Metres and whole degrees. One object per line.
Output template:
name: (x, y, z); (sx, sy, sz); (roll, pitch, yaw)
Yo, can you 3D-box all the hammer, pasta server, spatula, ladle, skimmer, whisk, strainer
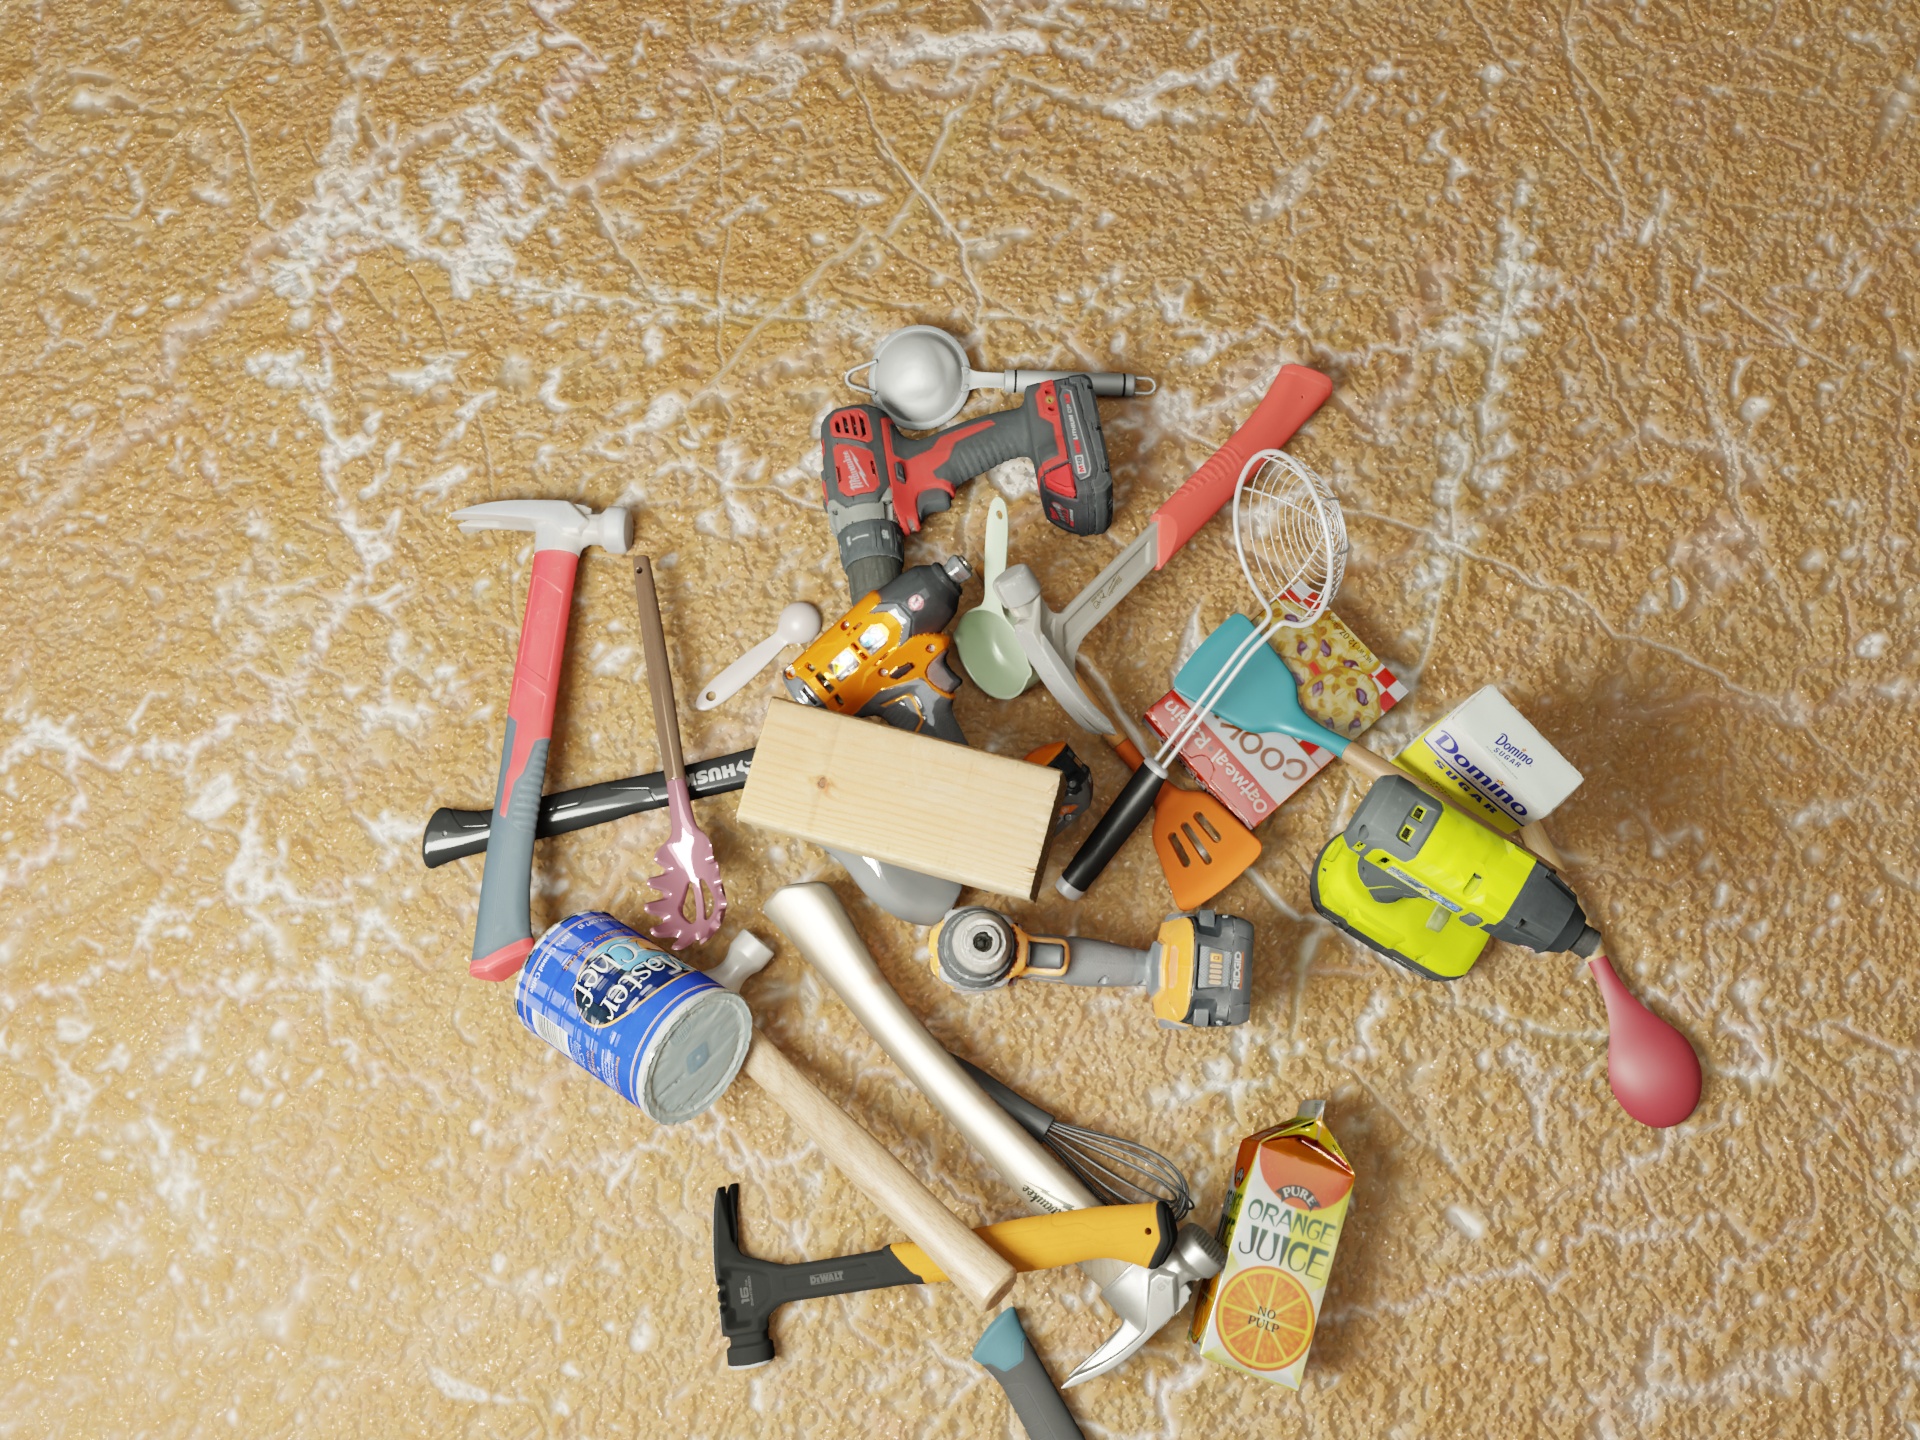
hammer: (0.105, 0.569, 1.107); (0.128, 0.033, 0.331); (-30, 78, -5)
pasta server: (-0.222, 0.019, 1.206); (0.060, 0.040, 0.316); (-14, 74, 9)
spatula: (0.109, -0.001, 1.239); (0.081, 0.041, 0.323); (-41, 77, 14)
ladle: (0.471, 0.156, 1.205); (0.069, 0.031, 0.316); (-22, 76, -4)
hammer: (-0.345, 0.006, 1.216); (0.143, 0.038, 0.387); (2, 67, 2)
skimmer: (0.159, -0.024, 1.160); (0.363, 0.090, 0.127); (-55, 37, 13)
hammer: (-0.005, 0.281, 1.148); (0.411, 0.038, 0.146); (46, 101, 14)
whisk: (0.063, 0.300, 1.169); (0.239, 0.055, 0.055); (28, 79, 12)
hammer: (-0.250, 0.063, 1.232); (0.334, 0.035, 0.146); (-14, 76, -2)
hammer: (-0.090, 0.292, 1.123); (0.332, 0.031, 0.130); (37, 81, 30)
strainer: (0.033, -0.282, 1.309); (0.258, 0.050, 0.087); (2, 92, -2)
hammer: (0.180, -0.154, 1.240); (0.359, 0.037, 0.149); (-44, 114, -23)
spatula: (0.301, 0.031, 1.156); (0.318, 0.044, 0.082); (35, 74, 31)
hammer: (-0.016, 0.367, 1.108); (0.337, 0.034, 0.127); (-13, 76, 16)

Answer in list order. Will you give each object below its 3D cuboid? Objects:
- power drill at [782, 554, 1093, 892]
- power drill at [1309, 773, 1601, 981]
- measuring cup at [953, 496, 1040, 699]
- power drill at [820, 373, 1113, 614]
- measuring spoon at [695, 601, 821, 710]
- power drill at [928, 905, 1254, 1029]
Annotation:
power drill: (-0.002, -0.004, 1.187); (0.164, 0.084, 0.226); (-42, 90, 10)
power drill: (0.337, 0.120, 1.113); (0.171, 0.223, 0.080); (32, 80, 8)
measuring cup: (0.037, -0.097, 1.214); (0.083, 0.167, 0.038); (27, 39, 36)
power drill: (0.005, -0.173, 1.259); (0.226, 0.080, 0.188); (-10, 70, 2)
measuring spoon: (-0.163, -0.051, 1.266); (0.124, 0.018, 0.034); (-41, 80, -8)
power drill: (0.090, 0.169, 1.128); (0.226, 0.185, 0.084); (6, 78, -1)
